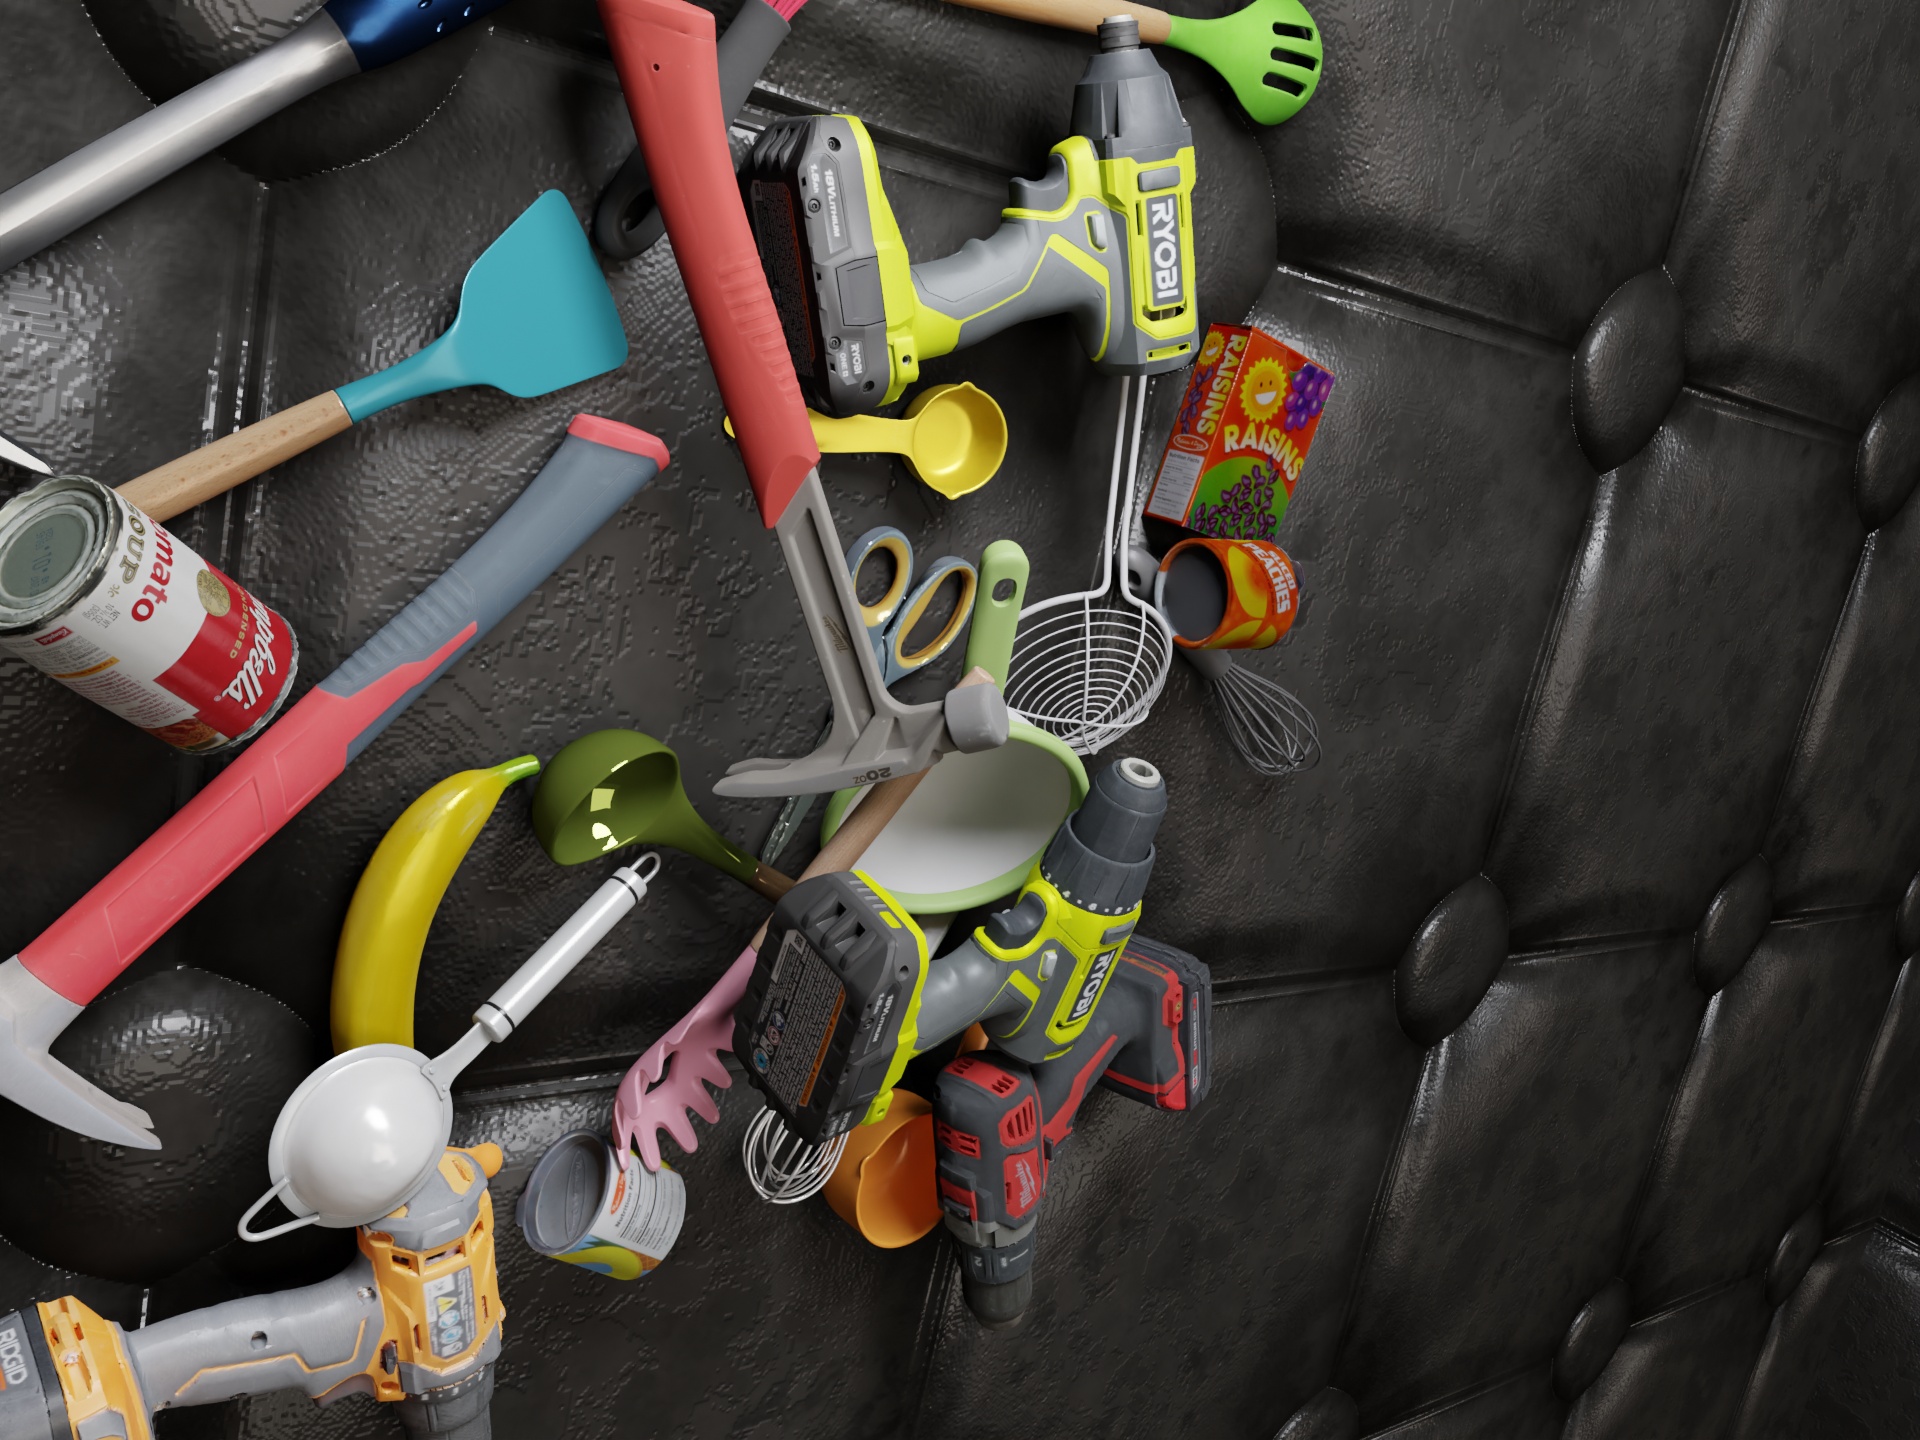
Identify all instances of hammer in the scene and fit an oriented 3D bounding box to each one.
[{"bbox_3d":[-0.268,0.013,0.702,0.386,0.038,0.143,-46,131,-14],"label":"hammer"},{"bbox_3d":[-0.095,-0.135,0.713,0.037,0.149,0.359,-62,138,-64],"label":"hammer"},{"bbox_3d":[-0.245,-0.251,0.614,0.405,0.035,0.143,-40,128,-19],"label":"hammer"}]

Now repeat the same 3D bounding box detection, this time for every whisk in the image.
[{"bbox_3d":[-0.075,-0.331,0.706,0.073,0.073,0.296,32,93,-42],"label":"whisk"},{"bbox_3d":[-0.051,0.173,0.935,0.057,0.059,0.246,33,81,-14],"label":"whisk"},{"bbox_3d":[0.166,-0.035,1.021,0.055,0.055,0.238,-53,127,-9],"label":"whisk"}]

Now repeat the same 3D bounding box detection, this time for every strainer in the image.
[{"bbox_3d":[-0.001,-0.003,0.852,0.151,0.069,0.256,-3,133,-16],"label":"strainer"},{"bbox_3d":[-0.228,0.149,0.756,0.258,0.050,0.086,-49,130,-35],"label":"strainer"}]

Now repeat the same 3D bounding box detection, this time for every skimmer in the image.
[{"bbox_3d":[0.079,-0.155,0.913,0.127,0.090,0.363,5,94,-25],"label":"skimmer"}]

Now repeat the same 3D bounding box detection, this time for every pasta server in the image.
[{"bbox_3d":[-0.080,0.102,0.805,0.316,0.040,0.060,-51,144,11],"label":"pasta server"}]

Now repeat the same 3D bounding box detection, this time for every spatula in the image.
[{"bbox_3d":[-0.279,-0.117,0.652,0.317,0.044,0.082,-32,125,-19],"label":"spatula"}]

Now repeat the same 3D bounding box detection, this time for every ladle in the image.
[{"bbox_3d":[-0.090,0.098,0.842,0.078,0.062,0.319,-48,125,8],"label":"ladle"}]

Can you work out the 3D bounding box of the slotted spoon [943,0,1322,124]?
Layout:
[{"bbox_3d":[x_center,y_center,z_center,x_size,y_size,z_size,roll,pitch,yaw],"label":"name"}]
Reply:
[{"bbox_3d":[0.087,-0.366,0.837,0.313,0.031,0.070,-6,111,-35],"label":"slotted spoon"}]

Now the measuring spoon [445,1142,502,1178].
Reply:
[{"bbox_3d":[-0.281,0.221,0.793,0.116,0.011,0.021,15,98,-41],"label":"measuring spoon"}]

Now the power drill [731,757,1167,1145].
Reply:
[{"bbox_3d":[0.008,0.115,0.824,0.228,0.080,0.190,-11,132,-43],"label":"power drill"}]

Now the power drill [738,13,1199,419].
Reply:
[{"bbox_3d":[0.014,-0.242,0.775,0.223,0.080,0.171,-18,114,-24],"label":"power drill"}]

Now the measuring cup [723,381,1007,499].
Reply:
[{"bbox_3d":[-0.050,-0.150,0.823,0.156,0.029,0.062,0,108,-26],"label":"measuring cup"}]

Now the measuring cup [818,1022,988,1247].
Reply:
[{"bbox_3d":[-0.026,0.231,0.976,0.095,0.052,0.174,32,80,-44],"label":"measuring cup"}]

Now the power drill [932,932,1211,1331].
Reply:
[{"bbox_3d":[0.068,0.255,1.001,0.227,0.080,0.187,-31,126,-44],"label":"power drill"}]

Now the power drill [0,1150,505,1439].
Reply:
[{"bbox_3d":[-0.326,0.322,0.753,0.226,0.084,0.185,-15,118,-35],"label":"power drill"}]
